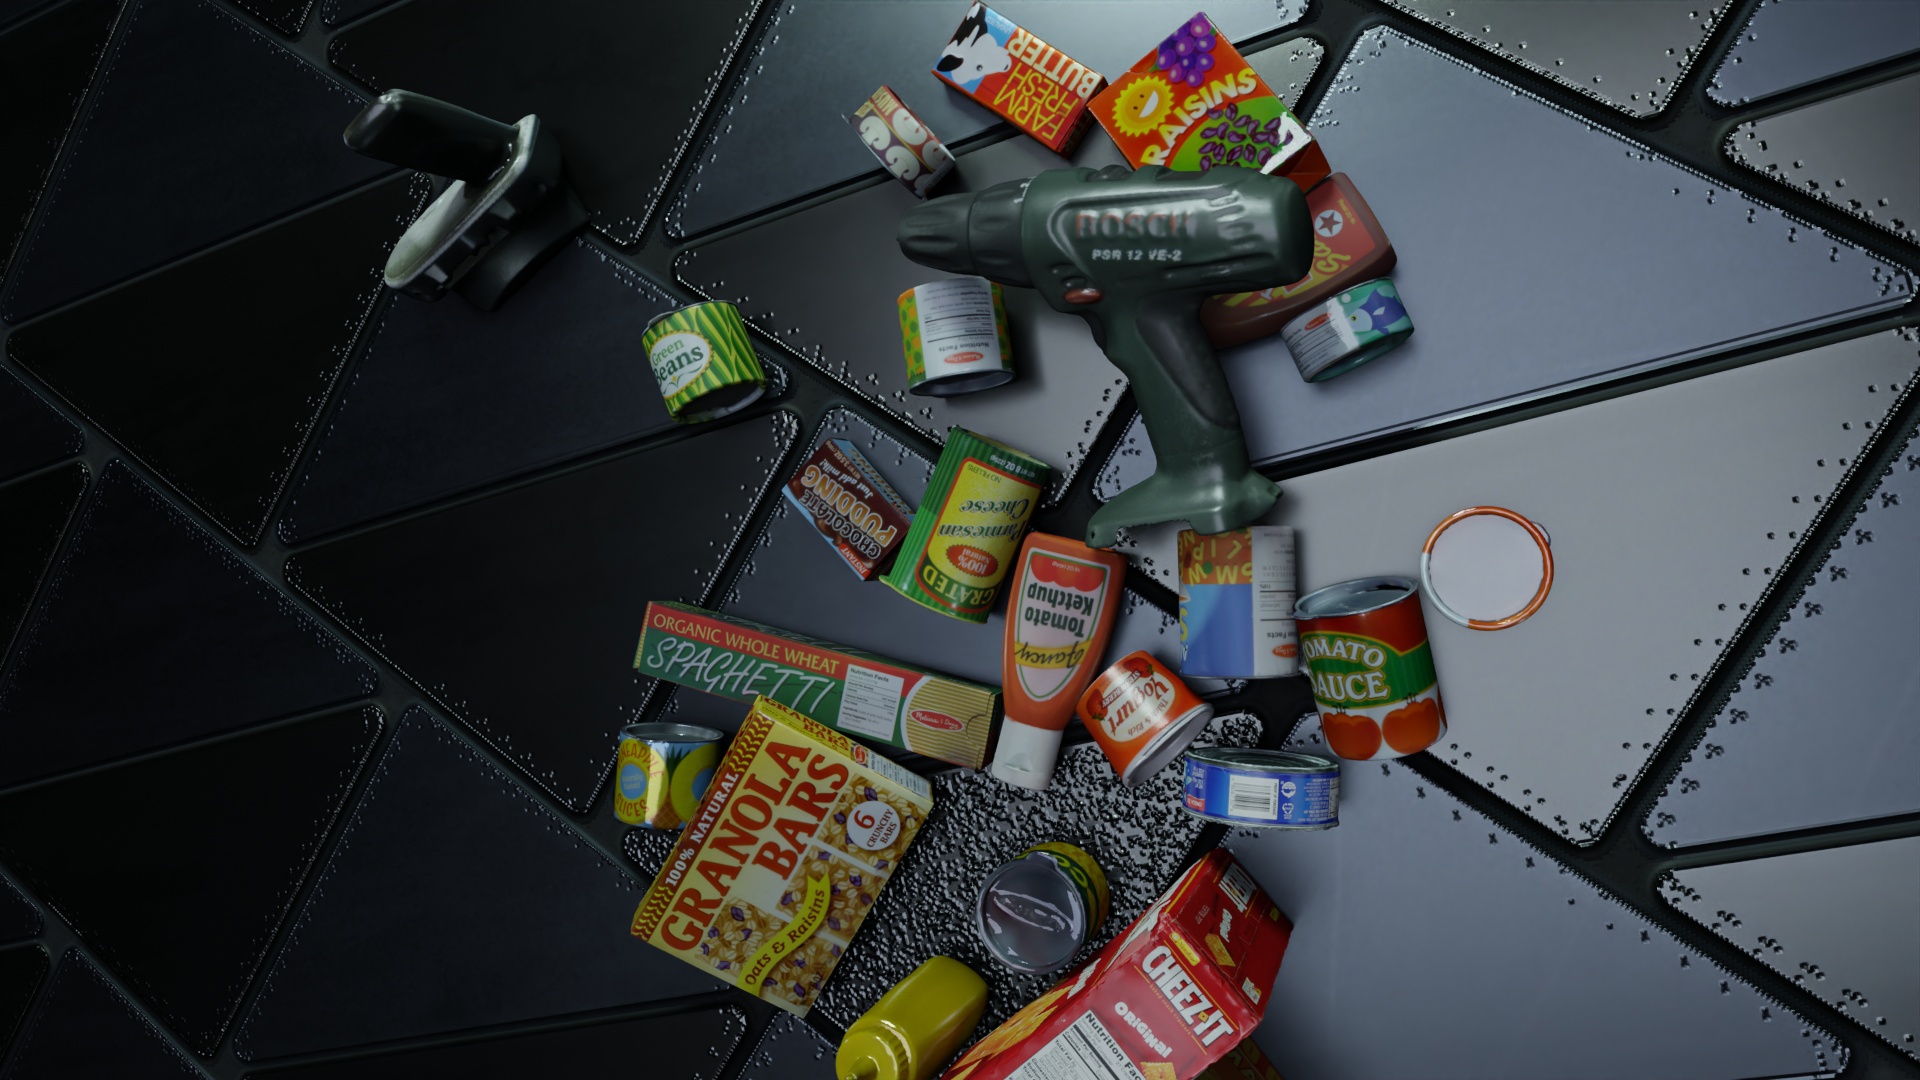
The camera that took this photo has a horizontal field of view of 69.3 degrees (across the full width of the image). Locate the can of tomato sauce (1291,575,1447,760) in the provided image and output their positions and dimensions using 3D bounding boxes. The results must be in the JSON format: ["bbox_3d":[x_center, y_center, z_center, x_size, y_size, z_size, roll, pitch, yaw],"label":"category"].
[{"bbox_3d":[0.220,0.069,0.748,0.071,0.071,0.083,-12,99,19],"label":"can of tomato sauce"}]

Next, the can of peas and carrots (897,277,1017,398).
[{"bbox_3d":[-0.003,-0.122,0.845,0.071,0.071,0.058,-10,85,19],"label":"can of peas and carrots"}]

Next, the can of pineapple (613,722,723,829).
[{"bbox_3d":[-0.191,0.152,0.900,0.071,0.071,0.058,5,91,20],"label":"can of pineapple"}]

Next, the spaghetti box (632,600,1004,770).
[{"bbox_3d":[-0.094,0.089,0.889,0.250,0.029,0.050,13,93,19],"label":"spaghetti box"}]

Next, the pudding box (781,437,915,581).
[{"bbox_3d":[-0.068,-0.020,0.882,0.049,0.030,0.084,-46,75,14],"label":"pudding box"}]

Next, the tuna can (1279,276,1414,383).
[{"bbox_3d":[0.215,-0.116,0.768,0.071,0.071,0.033,-26,82,17],"label":"tuna can"}]

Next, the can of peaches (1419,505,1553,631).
[{"bbox_3d":[0.282,0.013,0.743,0.071,0.058,0.071,0,89,20],"label":"can of peaches"}]

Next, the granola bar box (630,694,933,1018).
[{"bbox_3d":[-0.110,0.196,0.862,0.124,0.039,0.165,29,99,-9],"label":"granola bar box"}]

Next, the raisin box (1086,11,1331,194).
[{"bbox_3d":[0.139,-0.230,0.791,0.086,0.040,0.124,-38,58,16],"label":"raisin box"}]

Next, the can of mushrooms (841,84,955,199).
[{"bbox_3d":[-0.037,-0.247,0.857,0.033,0.071,0.071,-42,76,13],"label":"can of mushrooms"}]

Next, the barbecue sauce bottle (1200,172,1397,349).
[{"bbox_3d":[0.169,-0.144,0.794,0.148,0.043,0.065,-31,68,17],"label":"barbecue sauce bottle"}]

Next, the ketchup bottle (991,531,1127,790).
[{"bbox_3d":[0.053,0.072,0.830,0.065,0.043,0.148,14,94,12],"label":"ketchup bottle"}]

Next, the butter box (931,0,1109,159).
[{"bbox_3d":[0.037,-0.283,0.855,0.103,0.024,0.053,37,100,17],"label":"butter box"}]

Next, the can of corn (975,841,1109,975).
[{"bbox_3d":[0.050,0.213,0.819,0.071,0.058,0.071,0,89,20],"label":"can of corn"}]

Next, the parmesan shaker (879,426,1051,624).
[{"bbox_3d":[0.003,-0.010,0.836,0.071,0.071,0.103,25,97,18],"label":"parmesan shaker"}]

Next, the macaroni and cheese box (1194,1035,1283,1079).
[{"bbox_3d":[0.150,0.329,0.723,0.040,0.166,0.124,-43,76,15],"label":"macaroni and cheese box"}]

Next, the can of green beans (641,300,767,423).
[{"bbox_3d":[-0.166,-0.115,0.900,0.071,0.071,0.058,-25,81,17],"label":"can of green beans"}]

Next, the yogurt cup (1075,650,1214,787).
[{"bbox_3d":[0.104,0.100,0.801,0.072,0.072,0.054,-48,67,13],"label":"yogurt cup"}]

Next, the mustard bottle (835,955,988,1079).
[{"bbox_3d":[-0.033,0.285,0.793,0.049,0.160,0.065,30,98,19],"label":"mustard bottle"}]

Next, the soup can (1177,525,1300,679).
[{"bbox_3d":[0.154,0.035,0.784,0.071,0.071,0.083,-2,87,20],"label":"soup can"}]
